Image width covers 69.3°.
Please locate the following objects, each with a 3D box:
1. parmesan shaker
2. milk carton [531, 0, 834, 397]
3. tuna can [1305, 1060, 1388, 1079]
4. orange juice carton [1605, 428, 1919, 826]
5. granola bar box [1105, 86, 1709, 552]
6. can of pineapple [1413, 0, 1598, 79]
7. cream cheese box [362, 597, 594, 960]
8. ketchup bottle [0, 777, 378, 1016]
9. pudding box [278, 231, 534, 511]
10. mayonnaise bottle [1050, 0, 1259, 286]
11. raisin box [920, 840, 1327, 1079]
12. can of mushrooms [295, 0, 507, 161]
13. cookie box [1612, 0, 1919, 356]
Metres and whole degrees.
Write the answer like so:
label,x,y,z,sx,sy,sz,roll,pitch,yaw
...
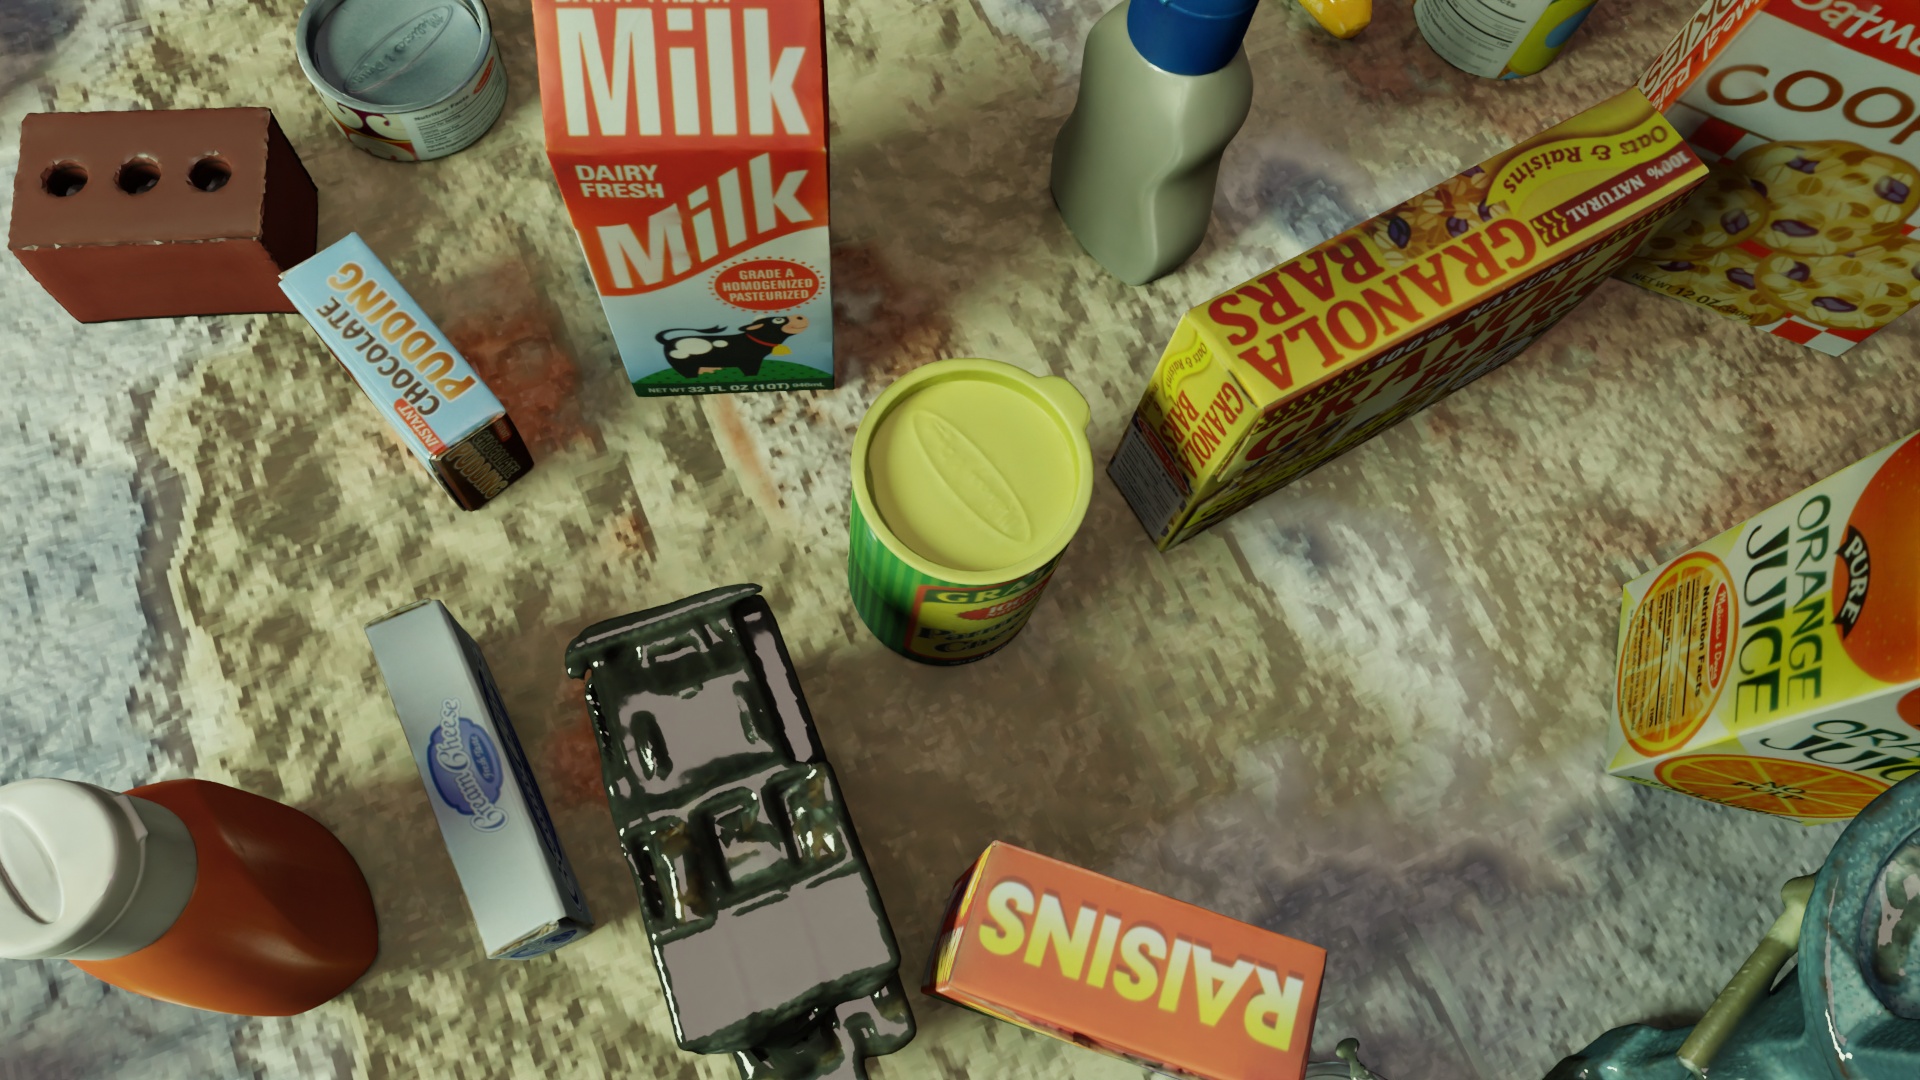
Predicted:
label,x,y,z,sx,sy,sz,roll,pitch,yaw
parmesan shaker,0.002,-0.005,0.426,0.071,0.102,0.071,2,71,-5
milk carton,-0.075,-0.114,0.410,0.072,0.190,0.073,-2,72,-6
tuna can,0.106,0.189,0.405,0.071,0.032,0.071,2,71,-5
orange juice carton,0.267,0.026,0.392,0.072,0.192,0.073,15,71,0
granola bar box,0.136,-0.065,0.447,0.166,0.123,0.039,-28,76,-13
can of pineapple,0.221,-0.226,0.546,0.071,0.057,0.071,2,71,-5
cream cheese box,-0.142,0.072,0.412,0.024,0.053,0.104,-24,75,-12
ketchup bottle,-0.196,0.088,0.351,0.043,0.148,0.065,-35,78,-15
pudding box,-0.180,-0.054,0.454,0.030,0.049,0.084,-39,79,-16
mayonnaise bottle,0.066,-0.144,0.456,0.041,0.147,0.065,-31,77,-14
raisin box,0.037,0.118,0.376,0.086,0.123,0.040,19,71,1
can of mushrooms,-0.202,-0.175,0.502,0.071,0.033,0.071,2,71,-5
cookie box,0.292,-0.132,0.462,0.123,0.167,0.040,21,71,2
